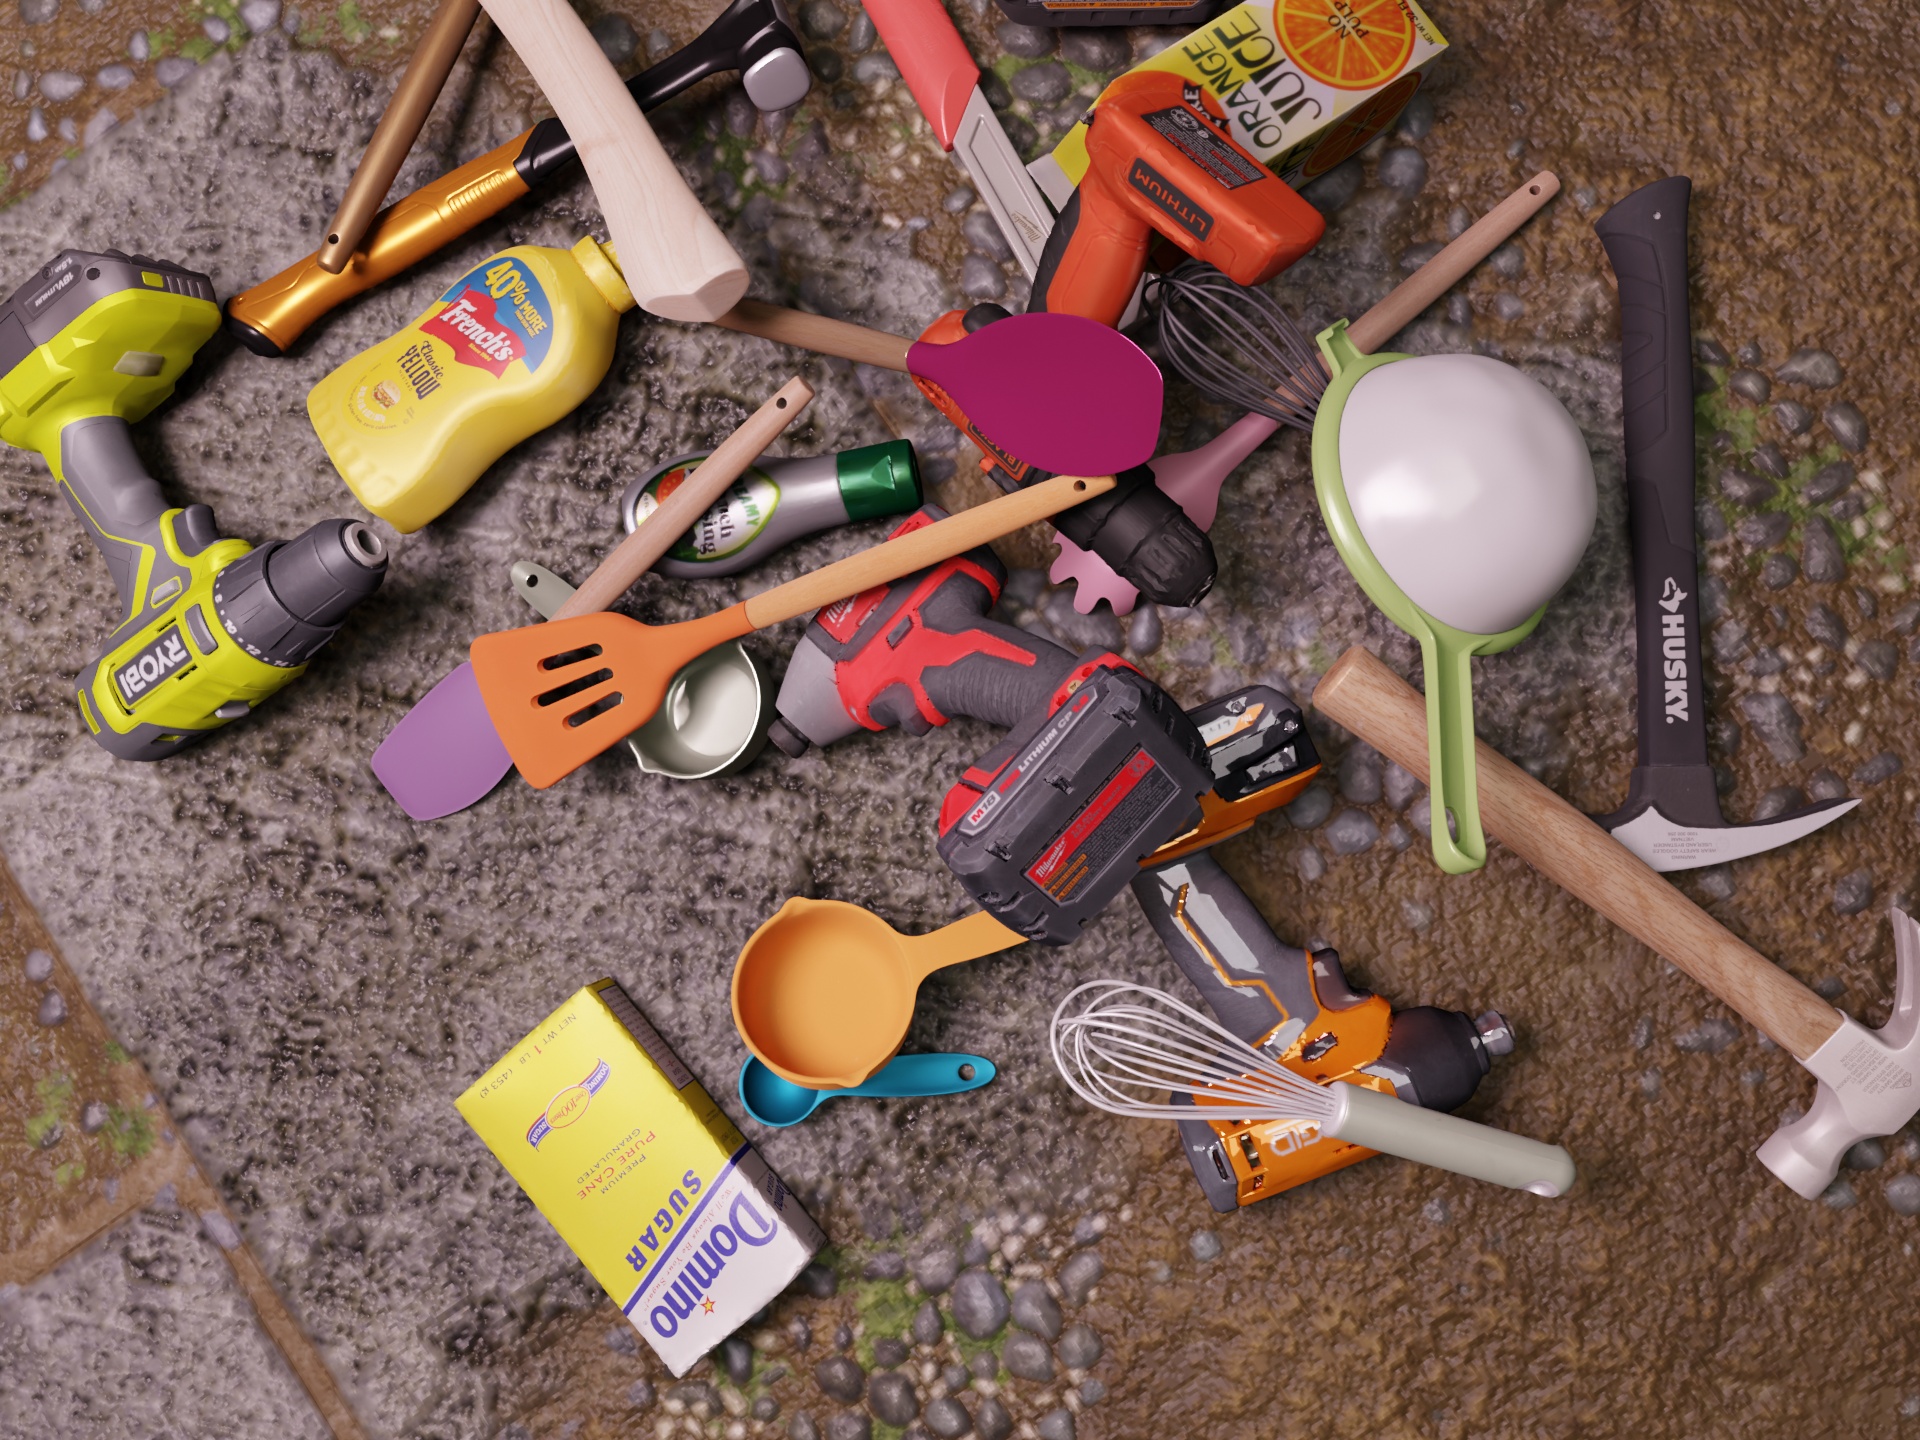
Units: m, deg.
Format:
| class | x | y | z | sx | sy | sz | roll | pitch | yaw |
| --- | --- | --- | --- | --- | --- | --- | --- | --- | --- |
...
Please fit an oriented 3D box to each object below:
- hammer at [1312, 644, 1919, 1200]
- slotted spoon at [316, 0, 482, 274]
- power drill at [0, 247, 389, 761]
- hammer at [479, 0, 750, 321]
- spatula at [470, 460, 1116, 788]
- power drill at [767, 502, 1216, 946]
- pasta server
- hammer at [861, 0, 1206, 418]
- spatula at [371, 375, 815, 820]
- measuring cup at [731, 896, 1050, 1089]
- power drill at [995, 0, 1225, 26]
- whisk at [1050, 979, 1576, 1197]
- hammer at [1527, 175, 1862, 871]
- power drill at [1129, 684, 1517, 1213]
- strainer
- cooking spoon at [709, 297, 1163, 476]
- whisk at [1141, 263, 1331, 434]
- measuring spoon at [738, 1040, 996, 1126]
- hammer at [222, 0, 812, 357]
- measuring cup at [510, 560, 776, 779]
| class | x | y | z | sx | sy | sz | roll | pitch | yaw |
| --- | --- | --- | --- | --- | --- | --- | --- | --- | --- |
| hammer | 0.305 | 0.074 | 0.730 | 0.331 | 0.031 | 0.130 | 37 | 103 | 0 |
| slotted spoon | -0.260 | -0.370 | 0.823 | 0.070 | 0.031 | 0.314 | 21 | 80 | 7 |
| power drill | -0.394 | -0.115 | 0.800 | 0.190 | 0.080 | 0.228 | -29 | 84 | 23 |
| hammer | -0.209 | -0.360 | 0.775 | 0.146 | 0.038 | 0.411 | -36 | 73 | 5 |
| spatula | -0.079 | -0.055 | 0.741 | 0.322 | 0.041 | 0.081 | -20 | 97 | 19 |
| power drill | -0.001 | -0.002 | 0.727 | 0.143 | 0.078 | 0.220 | -47 | 43 | 0 |
| pasta server | 0.173 | -0.166 | 0.792 | 0.316 | 0.040 | 0.060 | -40 | 84 | -2 |
| hammer | -0.024 | -0.338 | 0.815 | 0.149 | 0.036 | 0.359 | -29 | 85 | 4 |
| spatula | -0.184 | -0.057 | 0.791 | 0.316 | 0.018 | 0.060 | -42 | 87 | 17 |
| measuring cup | -0.026 | 0.123 | 0.784 | 0.173 | 0.052 | 0.095 | -18 | 71 | -10 |
| power drill | 0.078 | -0.465 | 0.782 | 0.171 | 0.080 | 0.223 | -3 | 79 | -5 |
| whisk | 0.156 | 0.167 | 0.696 | 0.246 | 0.057 | 0.059 | 17 | 59 | -7 |
| hammer | 0.344 | -0.095 | 0.765 | 0.146 | 0.035 | 0.335 | -1 | 87 | 6 |
| power drill | 0.152 | 0.100 | 0.753 | 0.164 | 0.084 | 0.226 | -22 | 89 | 4 |
| strainer | 0.229 | -0.061 | 0.689 | 0.151 | 0.069 | 0.257 | 19 | 62 | -26 |
| cooking spoon | -0.040 | -0.176 | 0.748 | 0.319 | 0.017 | 0.068 | 22 | 119 | 33 |
| whisk | 0.182 | -0.135 | 0.756 | 0.239 | 0.055 | 0.055 | 37 | 91 | -12 |
| measuring spoon | -0.046 | 0.181 | 0.801 | 0.128 | 0.021 | 0.042 | -3 | 72 | -3 |
| hammer | -0.237 | -0.286 | 0.821 | 0.337 | 0.034 | 0.127 | -27 | 55 | 10 |
| measuring cup | -0.164 | -0.032 | 0.816 | 0.168 | 0.038 | 0.083 | 36 | 94 | 18 |
